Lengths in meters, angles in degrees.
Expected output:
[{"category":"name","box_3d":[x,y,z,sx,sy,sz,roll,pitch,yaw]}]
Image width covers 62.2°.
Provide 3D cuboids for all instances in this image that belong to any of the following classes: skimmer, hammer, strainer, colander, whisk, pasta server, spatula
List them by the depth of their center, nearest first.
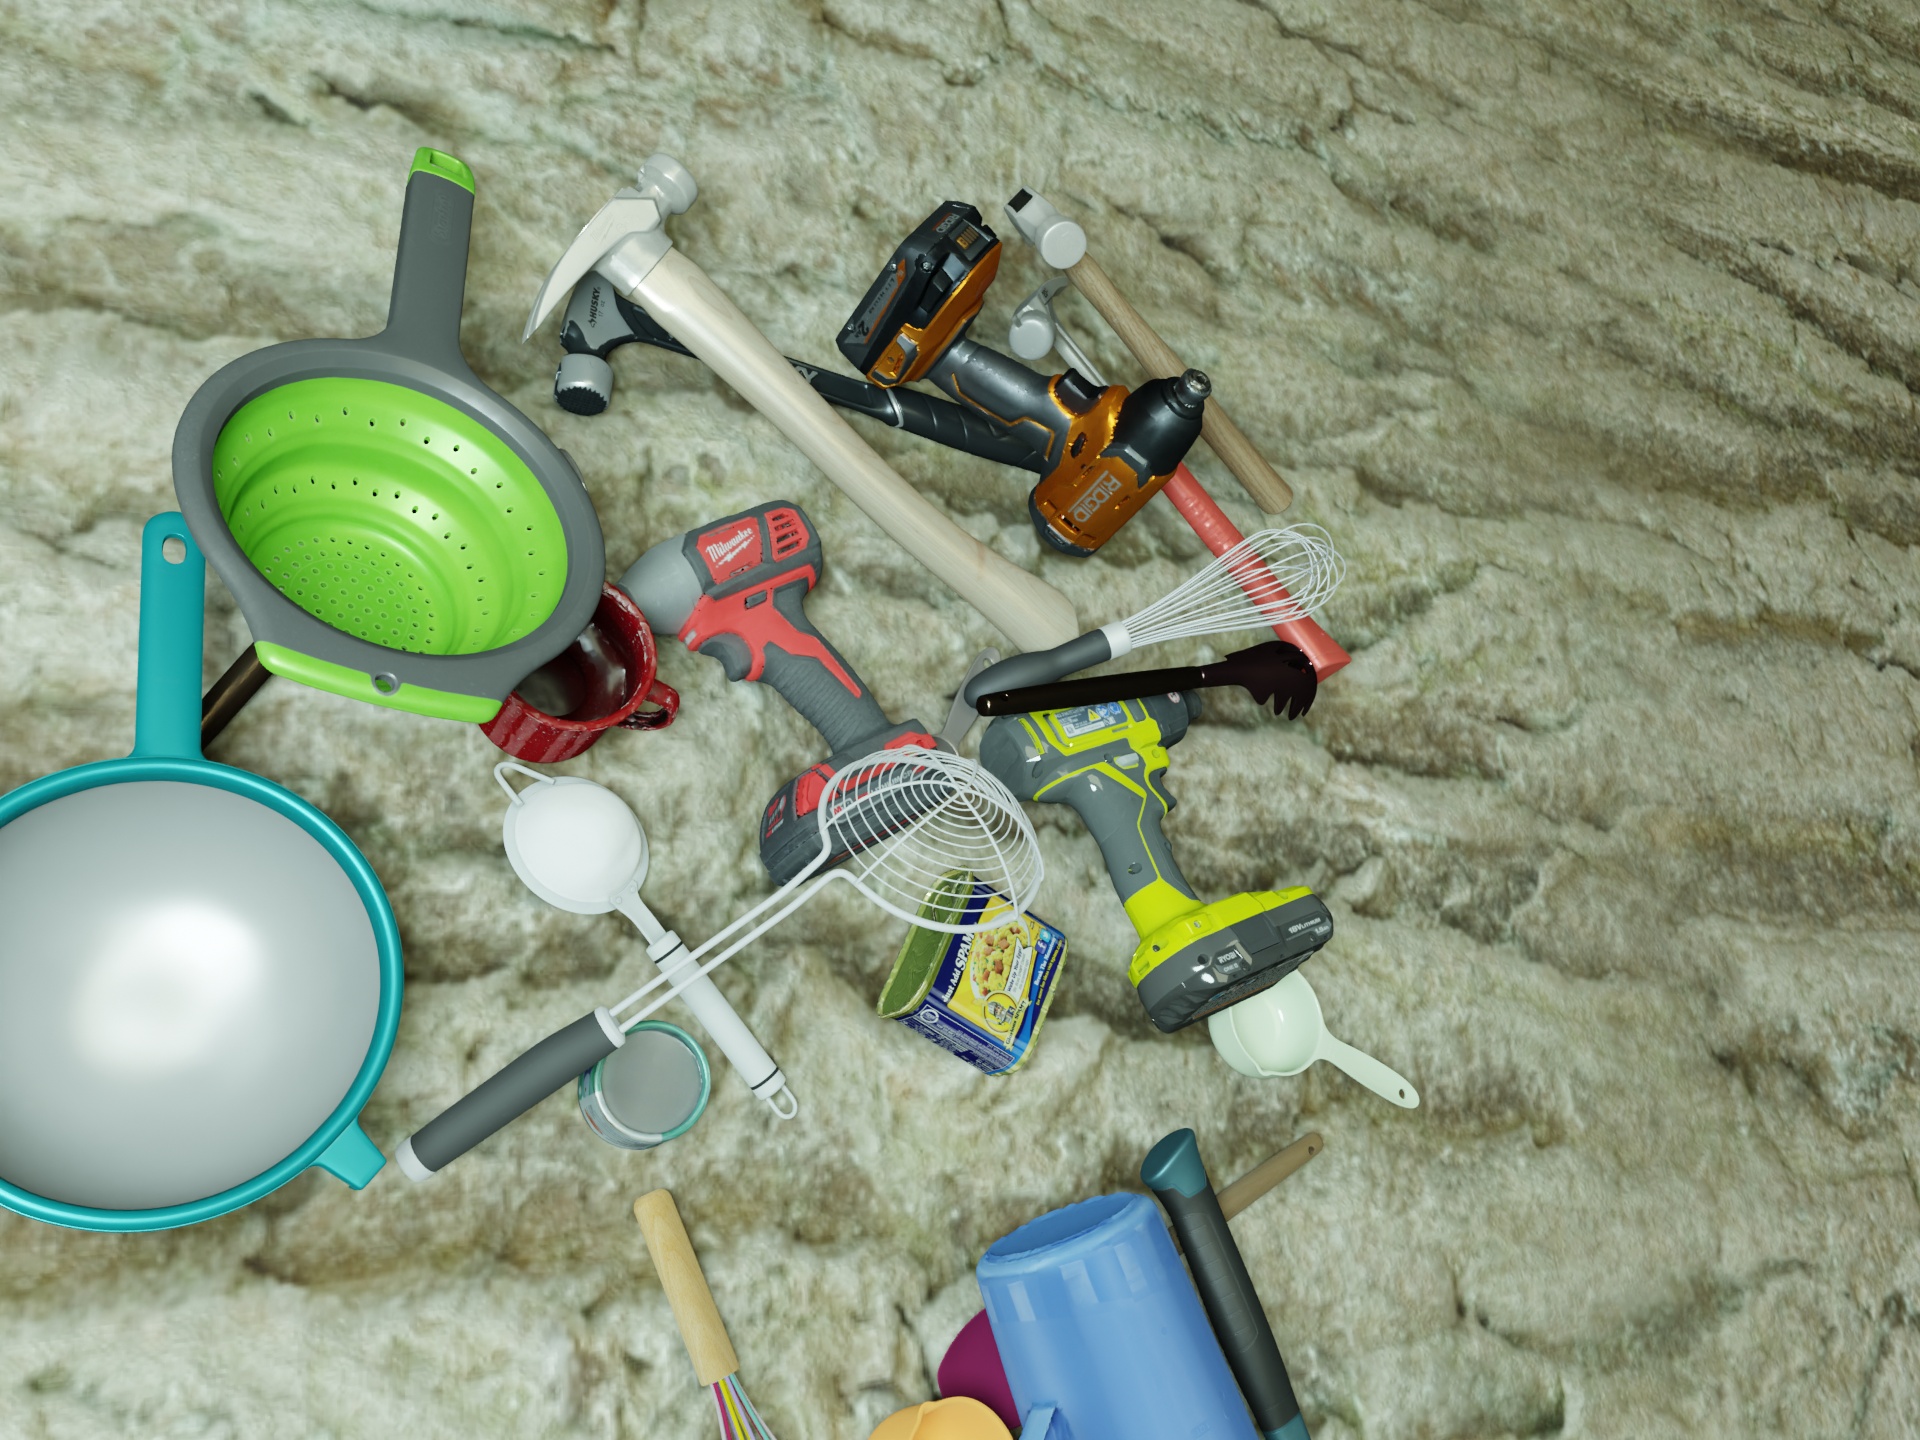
[{"category":"strainer","box_3d":[-0.384,0.070,0.757,0.211,0.095,0.341,4,67,-30]},{"category":"whisk","box_3d":[-0.116,0.361,0.824,0.047,0.051,0.245,1,61,-64]},{"category":"colander","box_3d":[-0.297,-0.148,0.834,0.204,0.094,0.398,17,49,-30]},{"category":"skimmer","box_3d":[-0.122,0.136,0.842,0.363,0.090,0.127,-35,60,-6]},{"category":"spatula","box_3d":[-0.352,-0.059,0.857,0.018,0.059,0.316,24,62,13]},{"category":"strainer","box_3d":[-0.169,0.119,0.889,0.258,0.050,0.087,54,41,-4]},{"category":"hammer","box_3d":[0.186,0.409,0.958,0.128,0.033,0.331,-20,86,-34]},{"category":"hammer","box_3d":[-0.082,-0.164,1.017,0.410,0.038,0.146,41,69,-19]},{"category":"pasta server","box_3d":[0.132,-0.021,1.045,0.316,0.040,0.060,-8,56,-39]},{"category":"whisk","box_3d":[0.131,-0.066,1.067,0.284,0.070,0.070,-21,82,-13]},{"category":"hammer","box_3d":[-0.066,-0.224,1.084,0.408,0.036,0.149,13,64,-25]},{"category":"hammer","box_3d":[0.143,-0.259,1.145,0.331,0.031,0.130,40,15,-35]},{"category":"hammer","box_3d":[0.166,-0.171,1.171,0.359,0.036,0.149,48,25,-12]}]

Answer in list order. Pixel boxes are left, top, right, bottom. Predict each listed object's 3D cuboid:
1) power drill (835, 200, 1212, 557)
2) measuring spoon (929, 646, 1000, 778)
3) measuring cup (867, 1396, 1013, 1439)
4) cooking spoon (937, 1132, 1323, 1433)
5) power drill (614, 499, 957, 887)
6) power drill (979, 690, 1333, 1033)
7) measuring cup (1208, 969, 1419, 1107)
[{"category":"power drill","box_3d":[0.047,-0.225,1.029,0.226,0.164,0.084,40,49,-7]},{"category":"measuring spoon","box_3d":[-0.002,-0.003,1.046,0.034,0.018,0.124,40,50,-15]},{"category":"measuring cup","box_3d":[-0.039,0.419,0.809,0.173,0.052,0.095,-25,86,-49]},{"category":"cooking spoon","box_3d":[0.114,0.330,0.972,0.319,0.017,0.069,-22,88,-33]},{"category":"power drill","box_3d":[-0.112,-0.020,0.954,0.143,0.078,0.220,-26,82,-34]},{"category":"power drill","box_3d":[0.134,0.073,1.032,0.171,0.080,0.223,-15,64,-34]},{"category":"measuring cup","box_3d":[0.237,0.223,1.071,0.167,0.038,0.083,32,59,-17]}]
